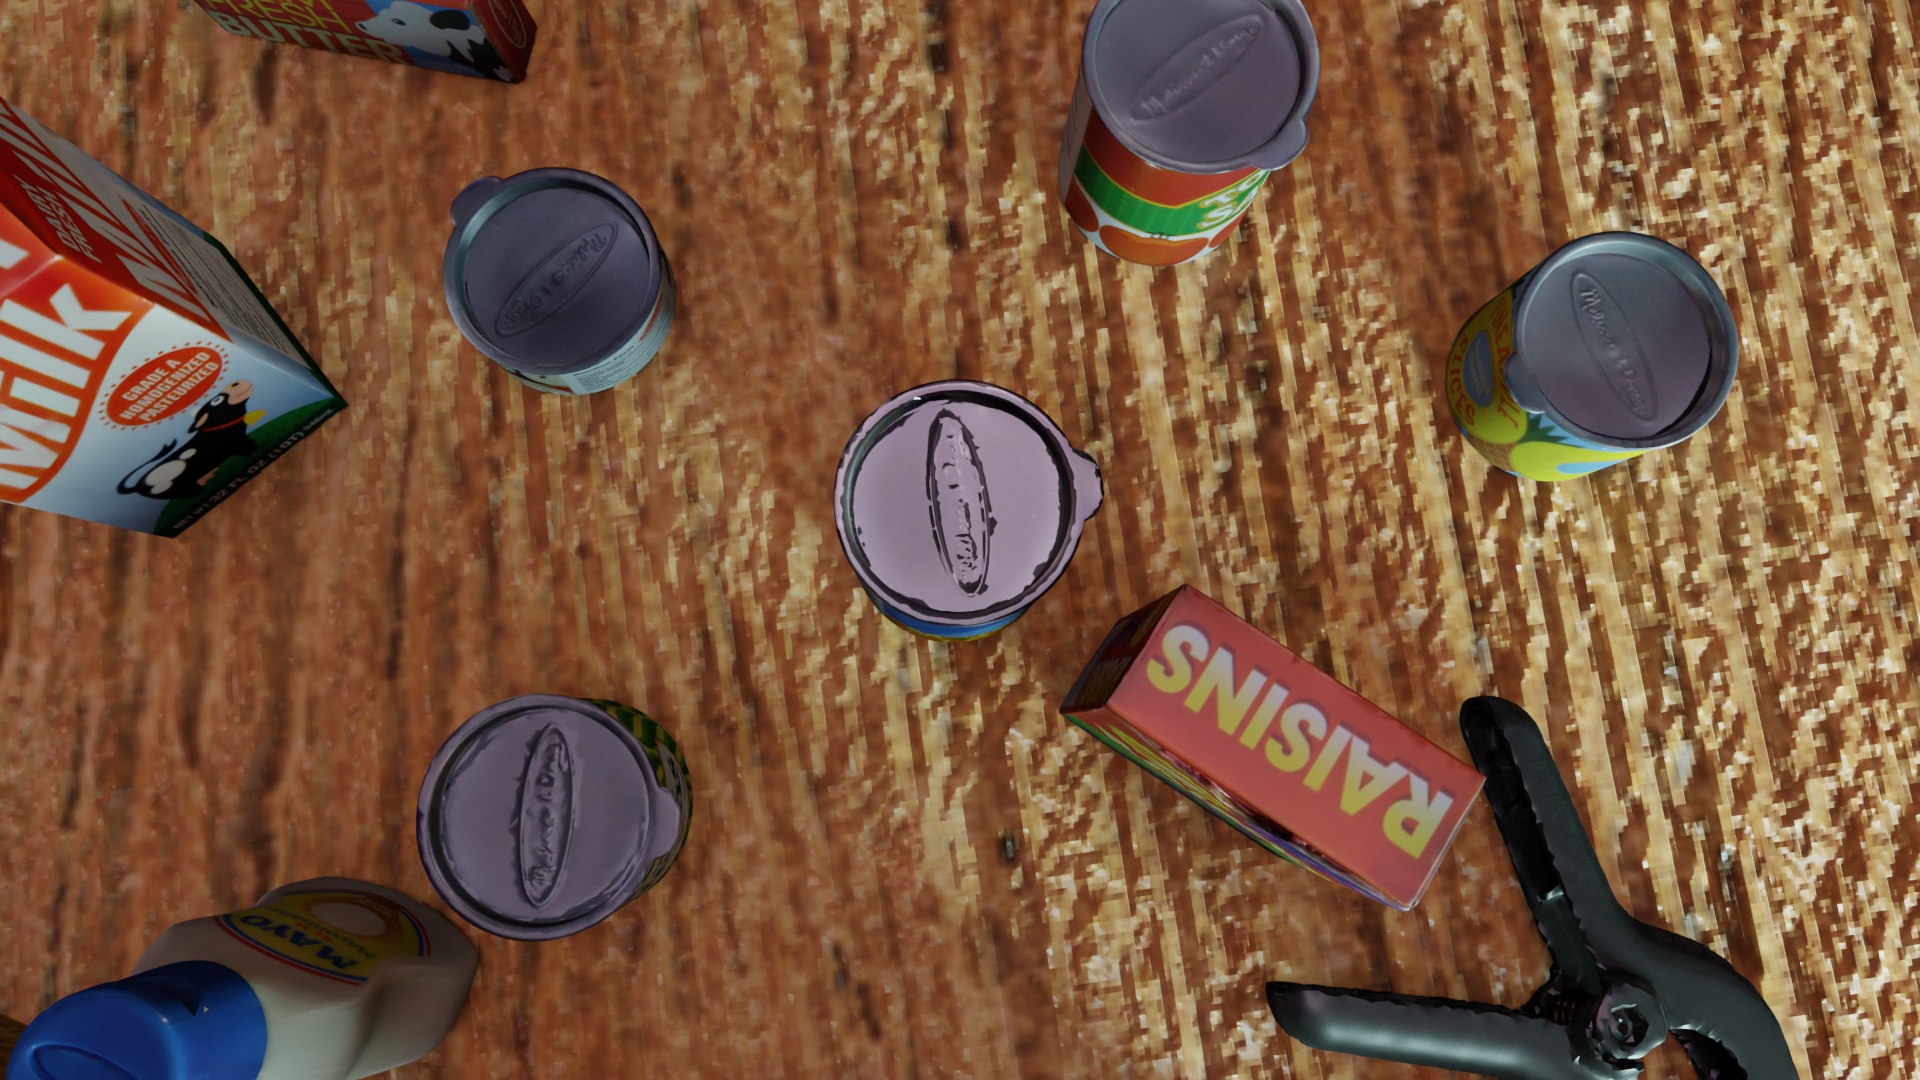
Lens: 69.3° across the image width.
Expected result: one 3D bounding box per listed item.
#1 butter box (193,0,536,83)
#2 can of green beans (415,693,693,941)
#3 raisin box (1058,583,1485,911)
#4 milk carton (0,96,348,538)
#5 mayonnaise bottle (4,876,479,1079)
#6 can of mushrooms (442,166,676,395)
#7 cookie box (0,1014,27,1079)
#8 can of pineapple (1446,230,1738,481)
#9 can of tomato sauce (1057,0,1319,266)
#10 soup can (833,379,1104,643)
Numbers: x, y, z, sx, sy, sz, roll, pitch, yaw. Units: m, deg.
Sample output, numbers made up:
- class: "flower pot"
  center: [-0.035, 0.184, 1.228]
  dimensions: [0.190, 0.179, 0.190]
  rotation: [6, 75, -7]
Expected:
- class: "butter box"
  center: [-0.194, -0.175, 0.440]
  dimensions: [0.103, 0.053, 0.024]
  rotation: [11, 82, 0]
- class: "can of green beans"
  center: [-0.114, 0.078, 0.403]
  dimensions: [0.071, 0.057, 0.071]
  rotation: [0, 82, -1]
- class: "raisin box"
  center: [0.076, 0.054, 0.378]
  dimensions: [0.086, 0.123, 0.040]
  rotation: [34, 83, 3]
- class: "milk carton"
  center: [-0.244, -0.060, 0.353]
  dimensions: [0.072, 0.190, 0.073]
  rotation: [-39, 85, -6]
- class: "mayonnaise bottle"
  center: [-0.175, 0.118, 0.350]
  dimensions: [0.065, 0.148, 0.041]
  rotation: [24, 83, 2]
- class: "can of mushrooms"
  center: [-0.126, -0.082, 0.438]
  dimensions: [0.071, 0.033, 0.071]
  rotation: [0, 82, -1]
- class: "cookie box"
  center: [-0.301, 0.147, 0.333]
  dimensions: [0.123, 0.167, 0.040]
  rotation: [24, 83, 2]
- class: "can of pineapple"
  center: [0.190, -0.055, 0.429]
  dimensions: [0.071, 0.058, 0.071]
  rotation: [0, 82, -1]
- class: "can of tomato sauce"
  center: [0.067, -0.127, 0.424]
  dimensions: [0.071, 0.083, 0.071]
  rotation: [0, 82, -1]
- class: "soup can"
  center: [0.001, -0.005, 0.405]
  dimensions: [0.071, 0.083, 0.071]
  rotation: [0, 82, -1]
